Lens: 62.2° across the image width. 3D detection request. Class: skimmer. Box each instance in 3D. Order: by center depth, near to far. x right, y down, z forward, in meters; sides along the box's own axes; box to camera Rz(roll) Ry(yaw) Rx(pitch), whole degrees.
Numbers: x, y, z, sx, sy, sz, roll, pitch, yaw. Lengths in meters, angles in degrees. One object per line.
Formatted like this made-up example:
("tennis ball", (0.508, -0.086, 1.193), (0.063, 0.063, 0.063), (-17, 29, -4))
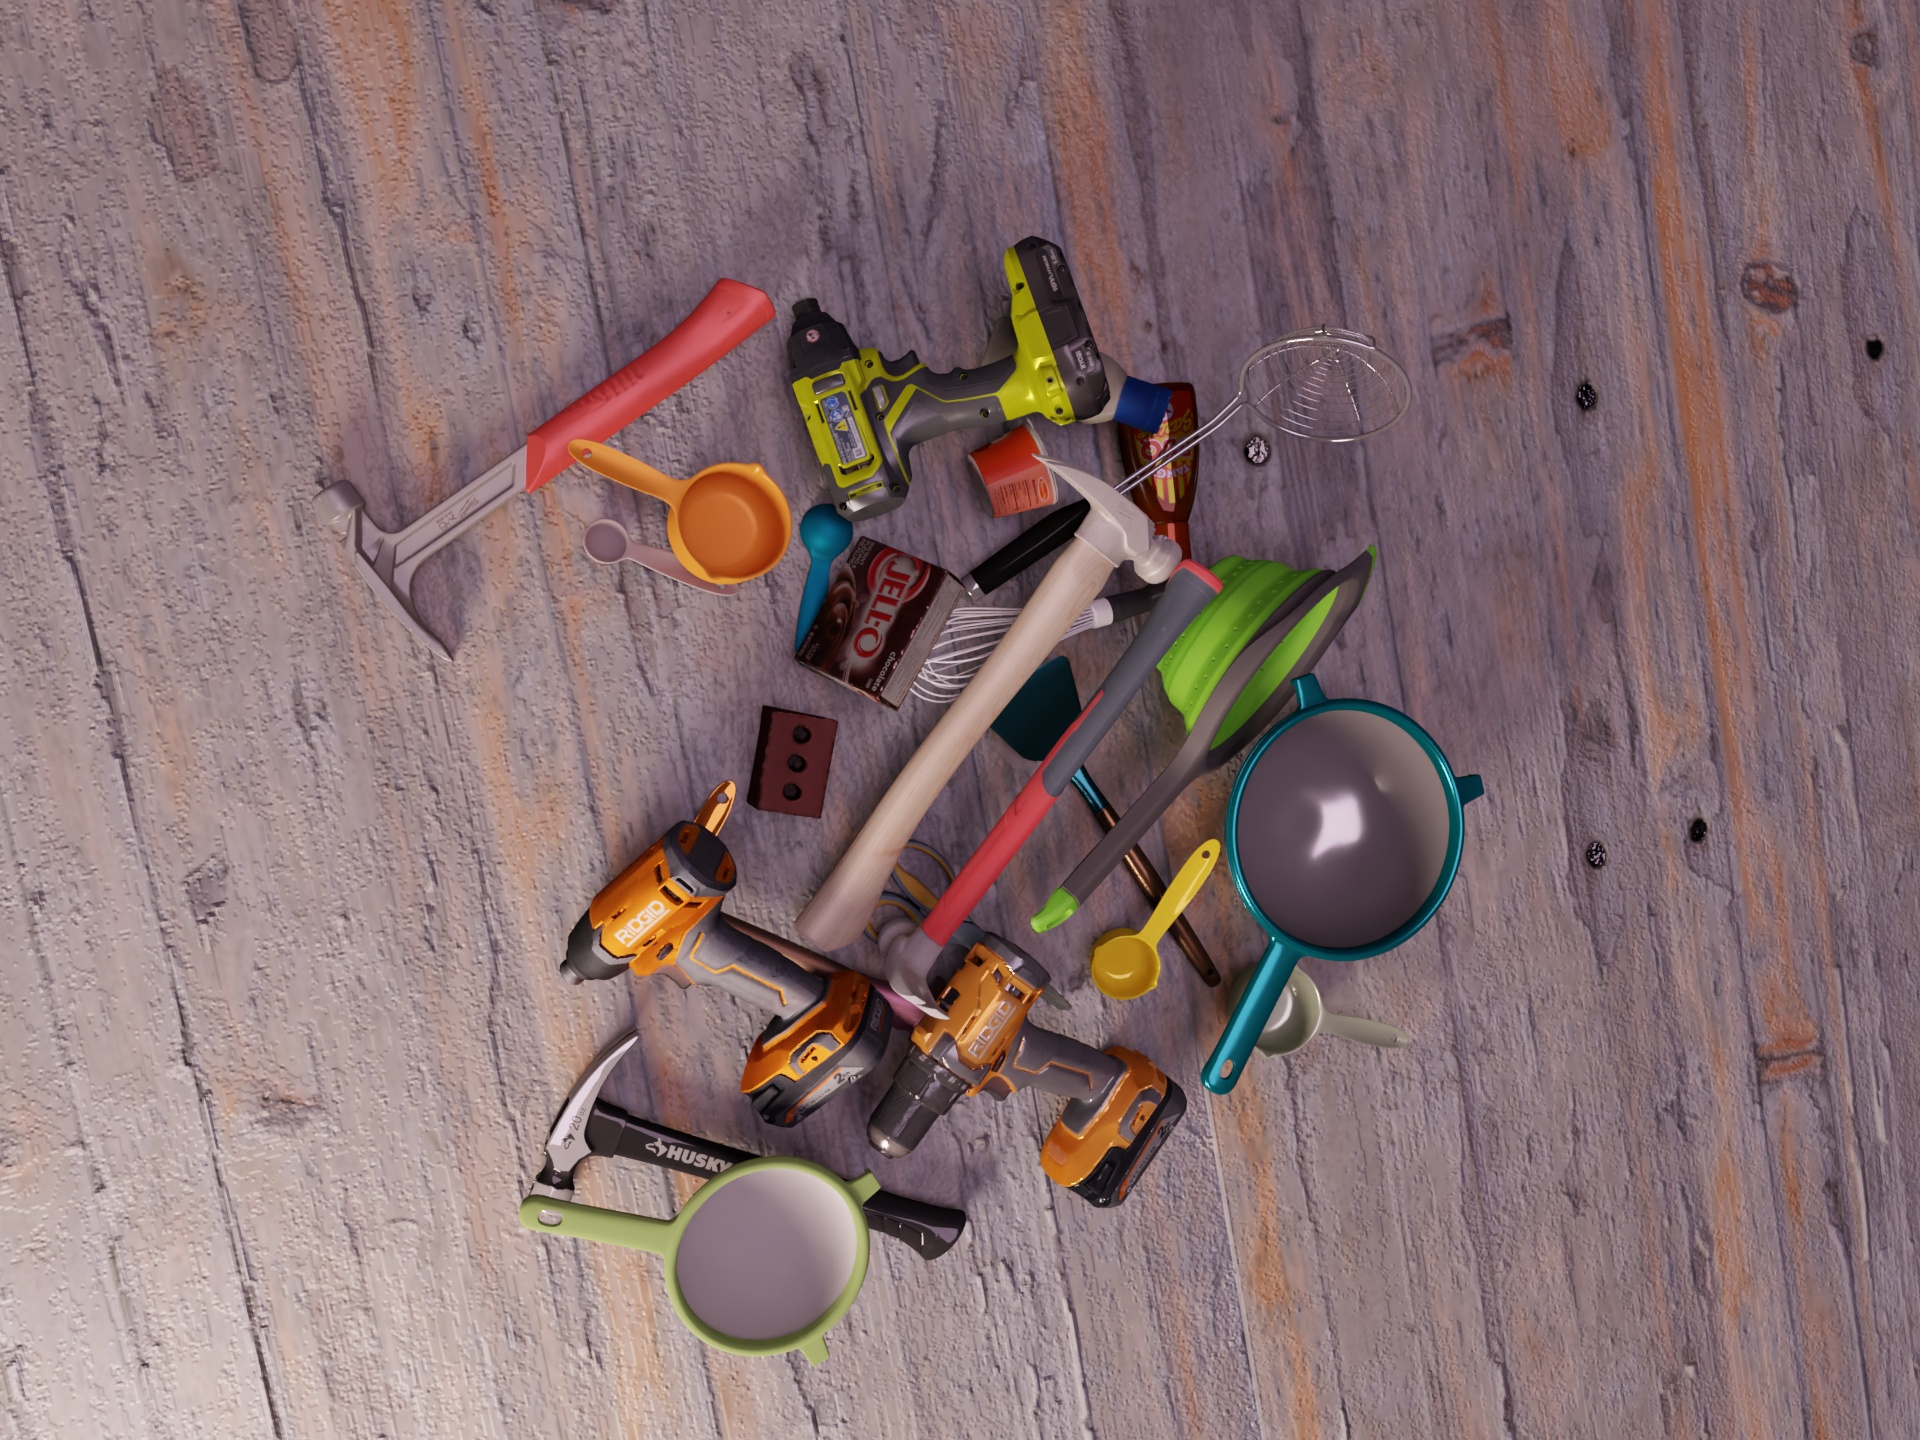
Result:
("skimmer", (0.167, -0.181, 1.222), (0.363, 0.090, 0.127), (-33, 142, 7))

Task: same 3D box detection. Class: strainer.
("strainer", (-0.195, 0.373, 1.169), (0.256, 0.069, 0.151), (16, 92, -15))
("strainer", (0.270, 0.143, 1.307), (0.211, 0.095, 0.340), (29, 85, -14))

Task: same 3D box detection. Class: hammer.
("hammer", (-0.282, -0.202, 1.172), (0.359, 0.037, 0.149), (-38, 101, -10))
("hammer", (0.072, 0.046, 1.179), (0.038, 0.143, 0.386), (36, 92, -16))
("hammer", (-0.002, -0.004, 1.199), (0.146, 0.038, 0.410), (34, 94, -33))
("hammer", (-0.150, 0.349, 1.233), (0.334, 0.035, 0.146), (21, 88, -15))

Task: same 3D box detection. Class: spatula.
("spatula", (0.129, 0.094, 1.294), (0.082, 0.044, 0.317), (-36, 102, -7))

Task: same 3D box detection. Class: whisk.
("whisk", (0.082, -0.076, 1.270), (0.284, 0.070, 0.070), (-16, 97, -19))

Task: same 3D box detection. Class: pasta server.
("pasta server", (-0.115, 0.187, 1.235), (0.316, 0.040, 0.060), (26, 86, -13))

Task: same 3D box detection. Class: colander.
("colander", (0.164, -0.005, 1.247), (0.094, 0.204, 0.397), (40, 78, 18))

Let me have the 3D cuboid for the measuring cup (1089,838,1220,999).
("measuring cup", (0.161, 0.157, 1.295), (0.062, 0.029, 0.156), (33, 98, -12))

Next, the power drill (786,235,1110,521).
("power drill", (-0.014, -0.267, 1.194), (0.223, 0.080, 0.171), (-20, 85, 6))

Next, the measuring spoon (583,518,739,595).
("measuring spoon", (-0.227, -0.118, 1.204), (0.124, 0.018, 0.034), (20, 74, -22))

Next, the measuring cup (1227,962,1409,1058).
("measuring cup", (0.303, 0.252, 1.352), (0.167, 0.038, 0.083), (16, 88, -17))

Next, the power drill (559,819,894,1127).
("power drill", (-0.179, 0.196, 1.178), (0.164, 0.084, 0.226), (-39, 106, 22))

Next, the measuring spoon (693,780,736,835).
("measuring spoon", (-0.205, 0.097, 1.222), (0.021, 0.011, 0.117), (32, 81, -17))

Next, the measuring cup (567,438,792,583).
("measuring cup", (-0.212, -0.162, 1.178), (0.173, 0.052, 0.095), (24, 78, -18))

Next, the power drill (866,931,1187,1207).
("power drill", (0.048, 0.296, 1.241), (0.226, 0.084, 0.185), (40, 82, -26))

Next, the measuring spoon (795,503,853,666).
("measuring spoon", (-0.109, -0.105, 1.230), (0.042, 0.021, 0.128), (10, 89, -15))
